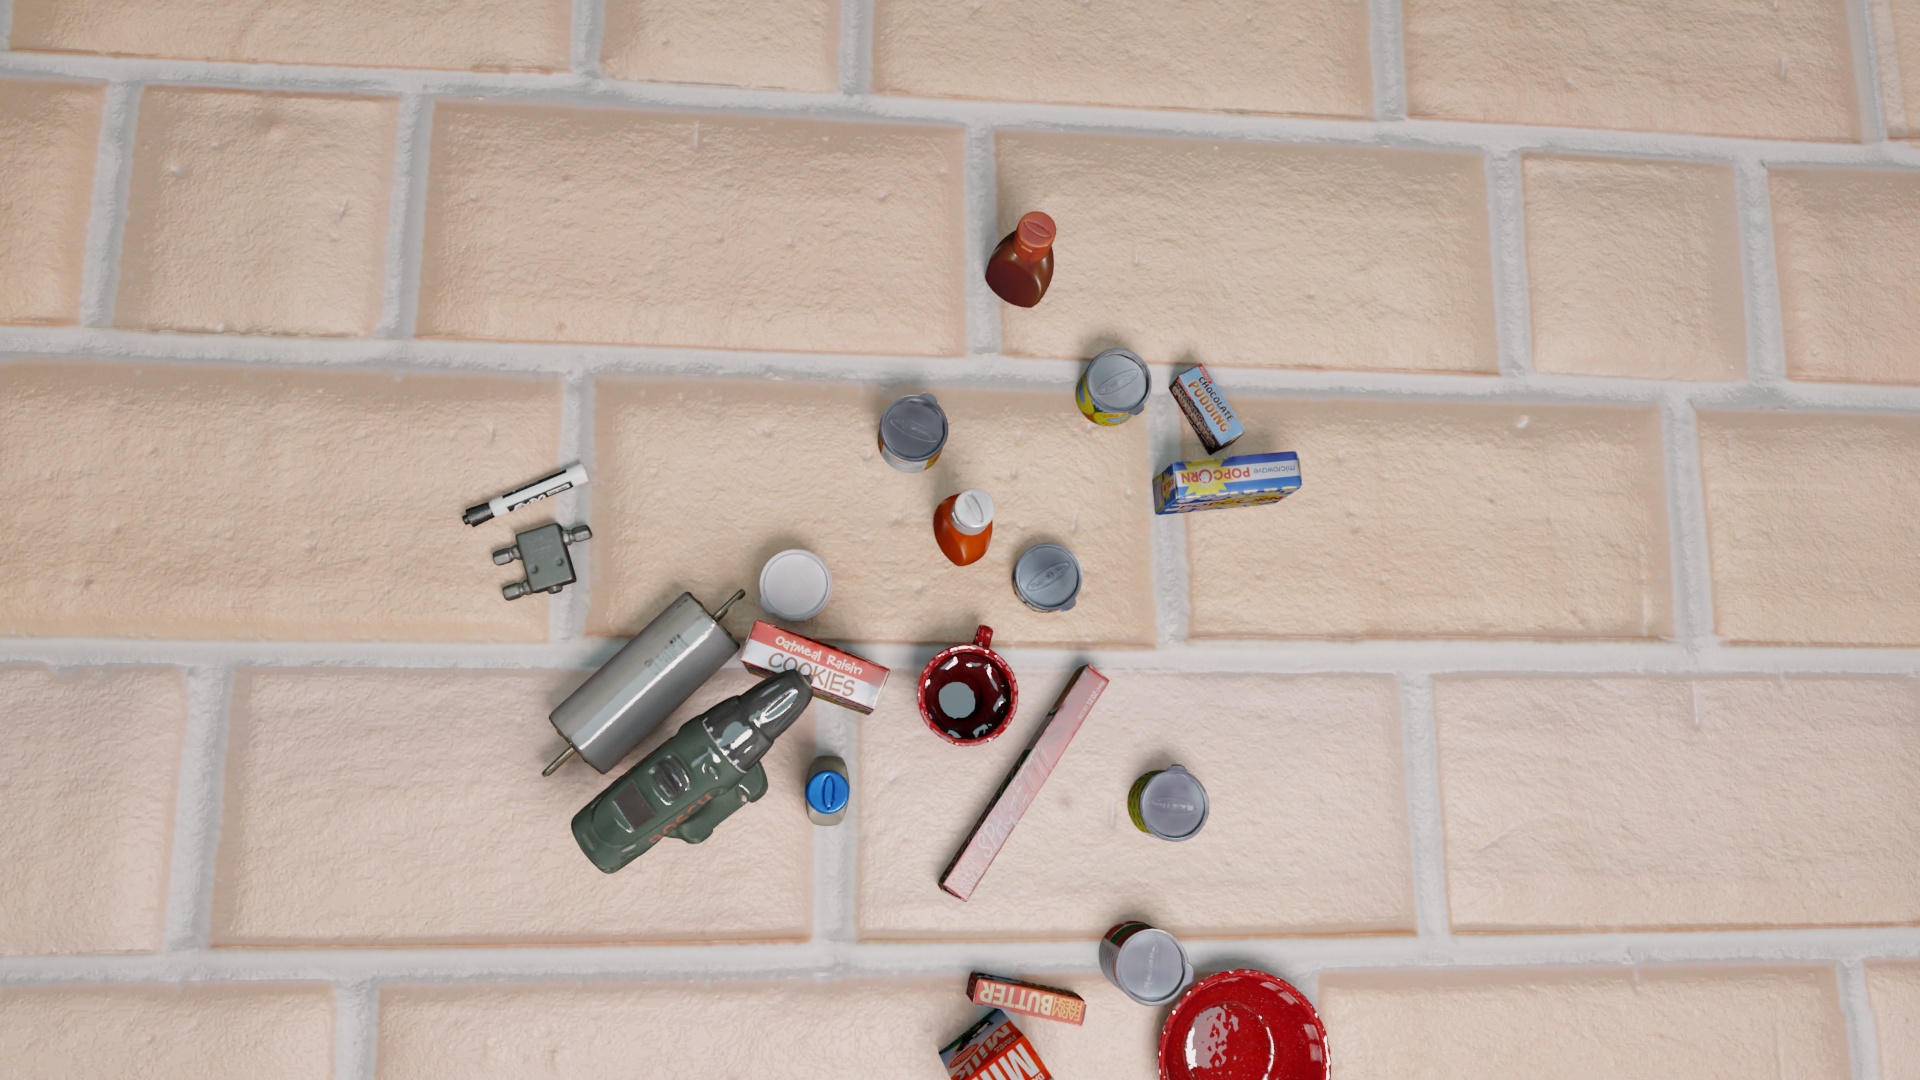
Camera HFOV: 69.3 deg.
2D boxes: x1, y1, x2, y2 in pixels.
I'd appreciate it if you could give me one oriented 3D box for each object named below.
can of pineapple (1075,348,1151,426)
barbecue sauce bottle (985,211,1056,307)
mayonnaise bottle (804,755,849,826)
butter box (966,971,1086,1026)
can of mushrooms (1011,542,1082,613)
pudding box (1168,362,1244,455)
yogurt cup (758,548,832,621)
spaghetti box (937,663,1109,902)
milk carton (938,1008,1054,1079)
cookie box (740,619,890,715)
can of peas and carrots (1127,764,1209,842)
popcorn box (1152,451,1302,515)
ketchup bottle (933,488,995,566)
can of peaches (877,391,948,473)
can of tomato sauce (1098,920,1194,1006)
[{"bbox_3d":[0.152,-0.149,1.380,0.071,0.057,0.071,1,80,-6],"label":"can of pineapple"},{"bbox_3d":[0.063,-0.273,1.346,0.065,0.148,0.044,31,79,0],"label":"barbecue sauce bottle"},{"bbox_3d":[-0.118,0.224,1.239,0.041,0.148,0.065,3,80,-5],"label":"mayonnaise bottle"},{"bbox_3d":[0.060,0.419,1.272,0.103,0.053,0.024,13,80,-4],"label":"butter box"},{"bbox_3d":[0.085,0.039,1.352,0.071,0.033,0.071,1,80,-6],"label":"can of mushrooms"},{"bbox_3d":[0.246,-0.131,1.391,0.030,0.049,0.084,-29,84,-10],"label":"pudding box"},{"bbox_3d":[-0.156,0.045,1.315,0.072,0.054,0.072,1,80,-6],"label":"yogurt cup"},{"bbox_3d":[0.059,0.227,1.307,0.029,0.050,0.250,34,78,1],"label":"spaghetti box"},{"bbox_3d":[0.038,0.466,1.191,0.072,0.190,0.073,-34,86,-10],"label":"milk carton"},{"bbox_3d":[-0.130,0.116,1.247,0.123,0.167,0.040,20,79,-2],"label":"cookie box"},{"bbox_3d":[0.196,0.248,1.314,0.071,0.058,0.071,1,80,-6],"label":"can of peas and carrots"},{"bbox_3d":[0.260,-0.055,1.361,0.127,0.085,0.038,-5,81,-7],"label":"popcorn box"},{"bbox_3d":[0.005,-0.016,1.294,0.043,0.148,0.065,-24,84,-9],"label":"ketchup bottle"},{"bbox_3d":[-0.046,-0.105,1.351,0.071,0.058,0.071,1,80,-6],"label":"can of peaches"},{"bbox_3d":[0.169,0.386,1.274,0.071,0.083,0.071,1,80,-6],"label":"can of tomato sauce"}]
